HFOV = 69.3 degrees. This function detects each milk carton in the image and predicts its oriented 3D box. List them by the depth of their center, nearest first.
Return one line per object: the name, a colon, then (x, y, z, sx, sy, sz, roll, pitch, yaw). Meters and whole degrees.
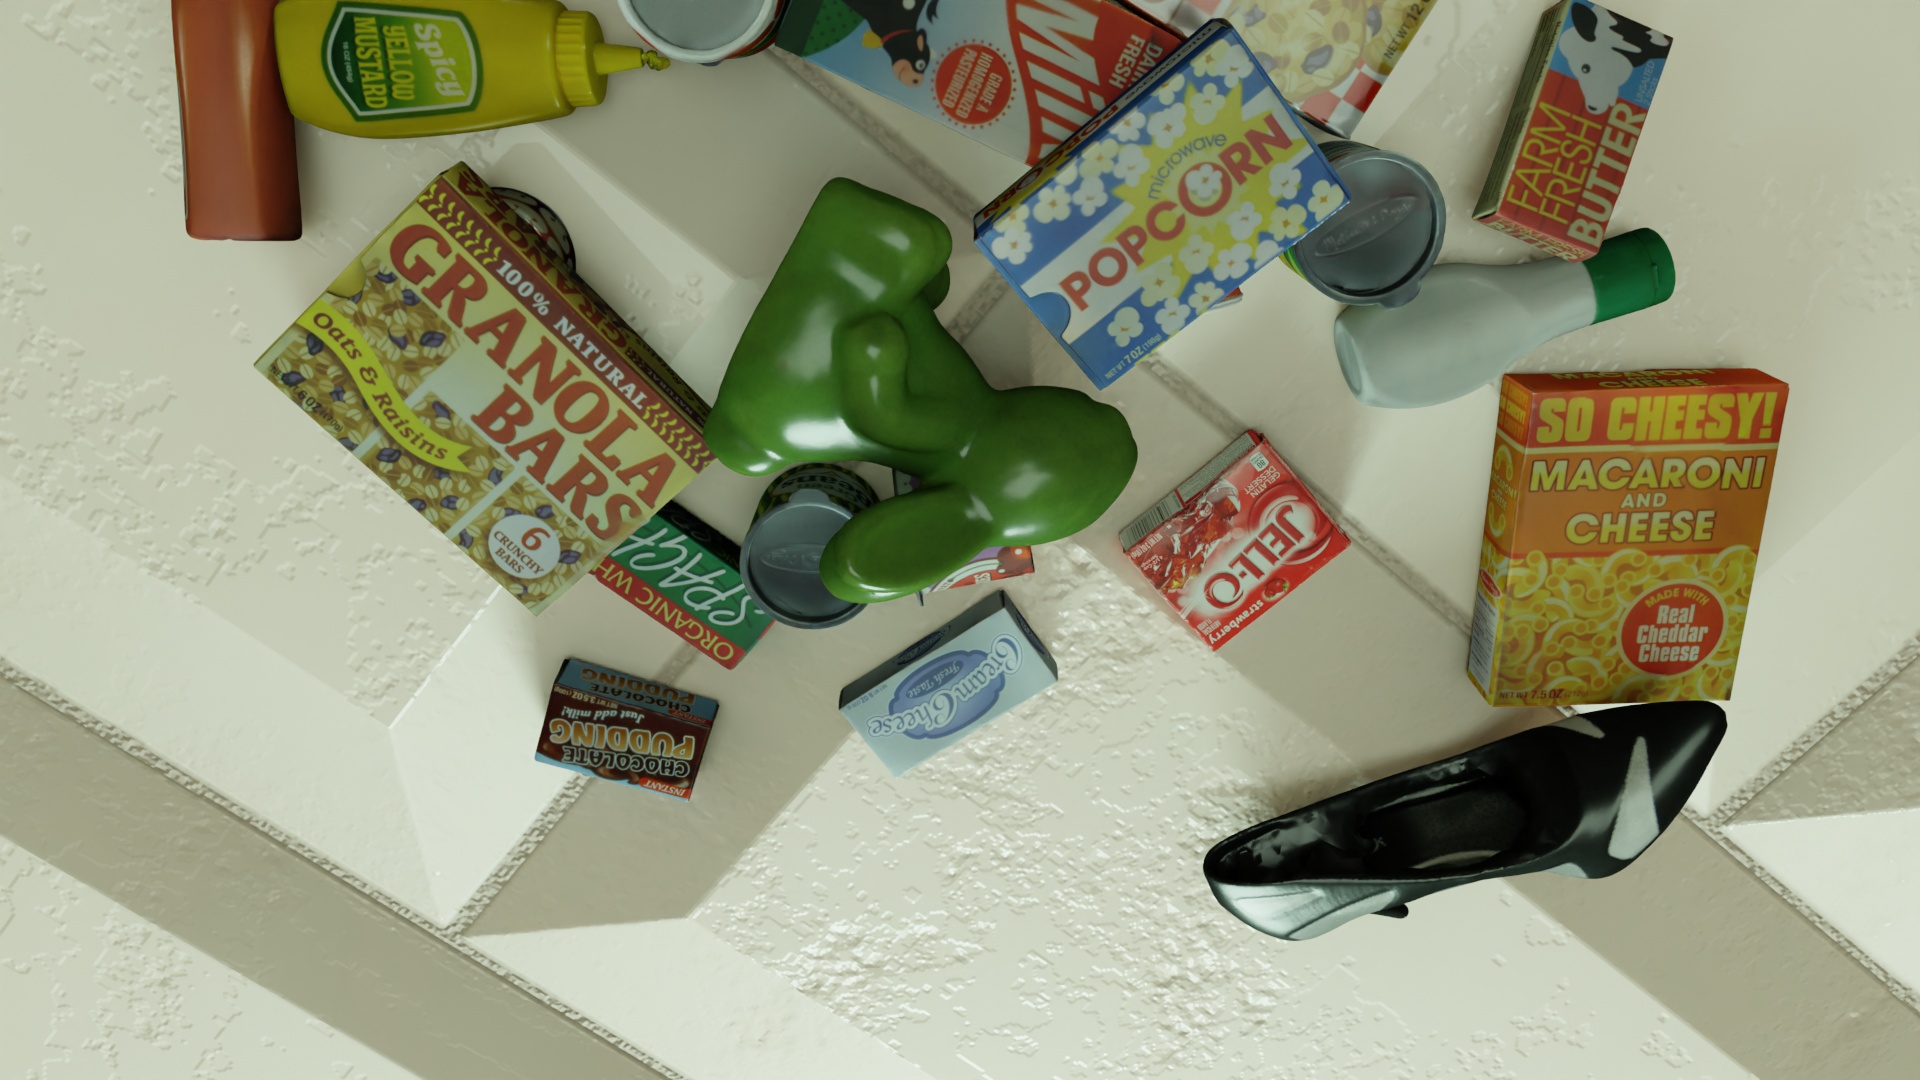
milk carton: (0.026, -0.204, 0.590, 0.190, 0.072, 0.073, 23, 110, -10)

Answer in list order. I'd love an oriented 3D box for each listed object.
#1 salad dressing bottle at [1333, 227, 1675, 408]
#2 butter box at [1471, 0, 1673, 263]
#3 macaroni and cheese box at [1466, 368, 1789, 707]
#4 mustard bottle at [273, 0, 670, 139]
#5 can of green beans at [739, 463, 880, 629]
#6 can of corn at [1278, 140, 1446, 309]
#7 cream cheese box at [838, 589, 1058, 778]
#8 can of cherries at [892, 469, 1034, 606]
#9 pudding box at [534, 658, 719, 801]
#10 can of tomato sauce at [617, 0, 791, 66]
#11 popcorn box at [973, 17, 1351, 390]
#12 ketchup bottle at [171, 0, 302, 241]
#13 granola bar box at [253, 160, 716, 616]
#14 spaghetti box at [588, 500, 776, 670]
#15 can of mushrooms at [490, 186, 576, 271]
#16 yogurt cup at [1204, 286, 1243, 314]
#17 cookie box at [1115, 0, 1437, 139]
salad dressing bottle: (0.252, -0.106, 0.647, 0.148, 0.044, 0.064, -17, 108, 4)
butter box: (0.269, -0.180, 0.612, 0.053, 0.024, 0.103, 20, 89, -6)
macaroni and cheese box: (0.325, -0.001, 0.689, 0.124, 0.040, 0.165, -2, 111, 0)
mustard bottle: (-0.206, -0.208, 0.597, 0.160, 0.049, 0.065, -2, 112, 0)
can of green beans: (-0.070, 0.001, 0.673, 0.071, 0.058, 0.071, 0, 111, -1)
can of corn: (0.176, -0.142, 0.623, 0.071, 0.058, 0.071, 0, 111, -1)
cream cheese box: (-0.006, 0.075, 0.720, 0.103, 0.024, 0.053, -33, 109, 11)
can of cherries: (0.002, -0.008, 0.665, 0.058, 0.072, 0.071, -11, 111, 2)
pudding box: (-0.174, 0.099, 0.723, 0.084, 0.030, 0.049, 18, 110, -7)
can of tomato sauce: (-0.104, -0.230, 0.572, 0.071, 0.083, 0.071, 0, 110, -1)
popcorn box: (0.079, -0.134, 0.558, 0.126, 0.038, 0.085, -37, 114, 14)
ketchup bottle: (-0.310, -0.203, 0.593, 0.043, 0.065, 0.148, -1, 102, -14)
granola bar box: (-0.205, -0.063, 0.621, 0.124, 0.039, 0.165, -40, 108, 14)
spaghetti box: (-0.195, -0.026, 0.676, 0.250, 0.029, 0.050, 37, 107, -13)
can of mushrooms: (-0.214, -0.128, 0.635, 0.071, 0.033, 0.070, 0, 111, 0)
yogurt cup: (0.090, -0.128, 0.625, 0.072, 0.072, 0.053, -10, 103, 3)
cookie box: (0.126, -0.267, 0.585, 0.167, 0.040, 0.122, 28, 108, -11)
